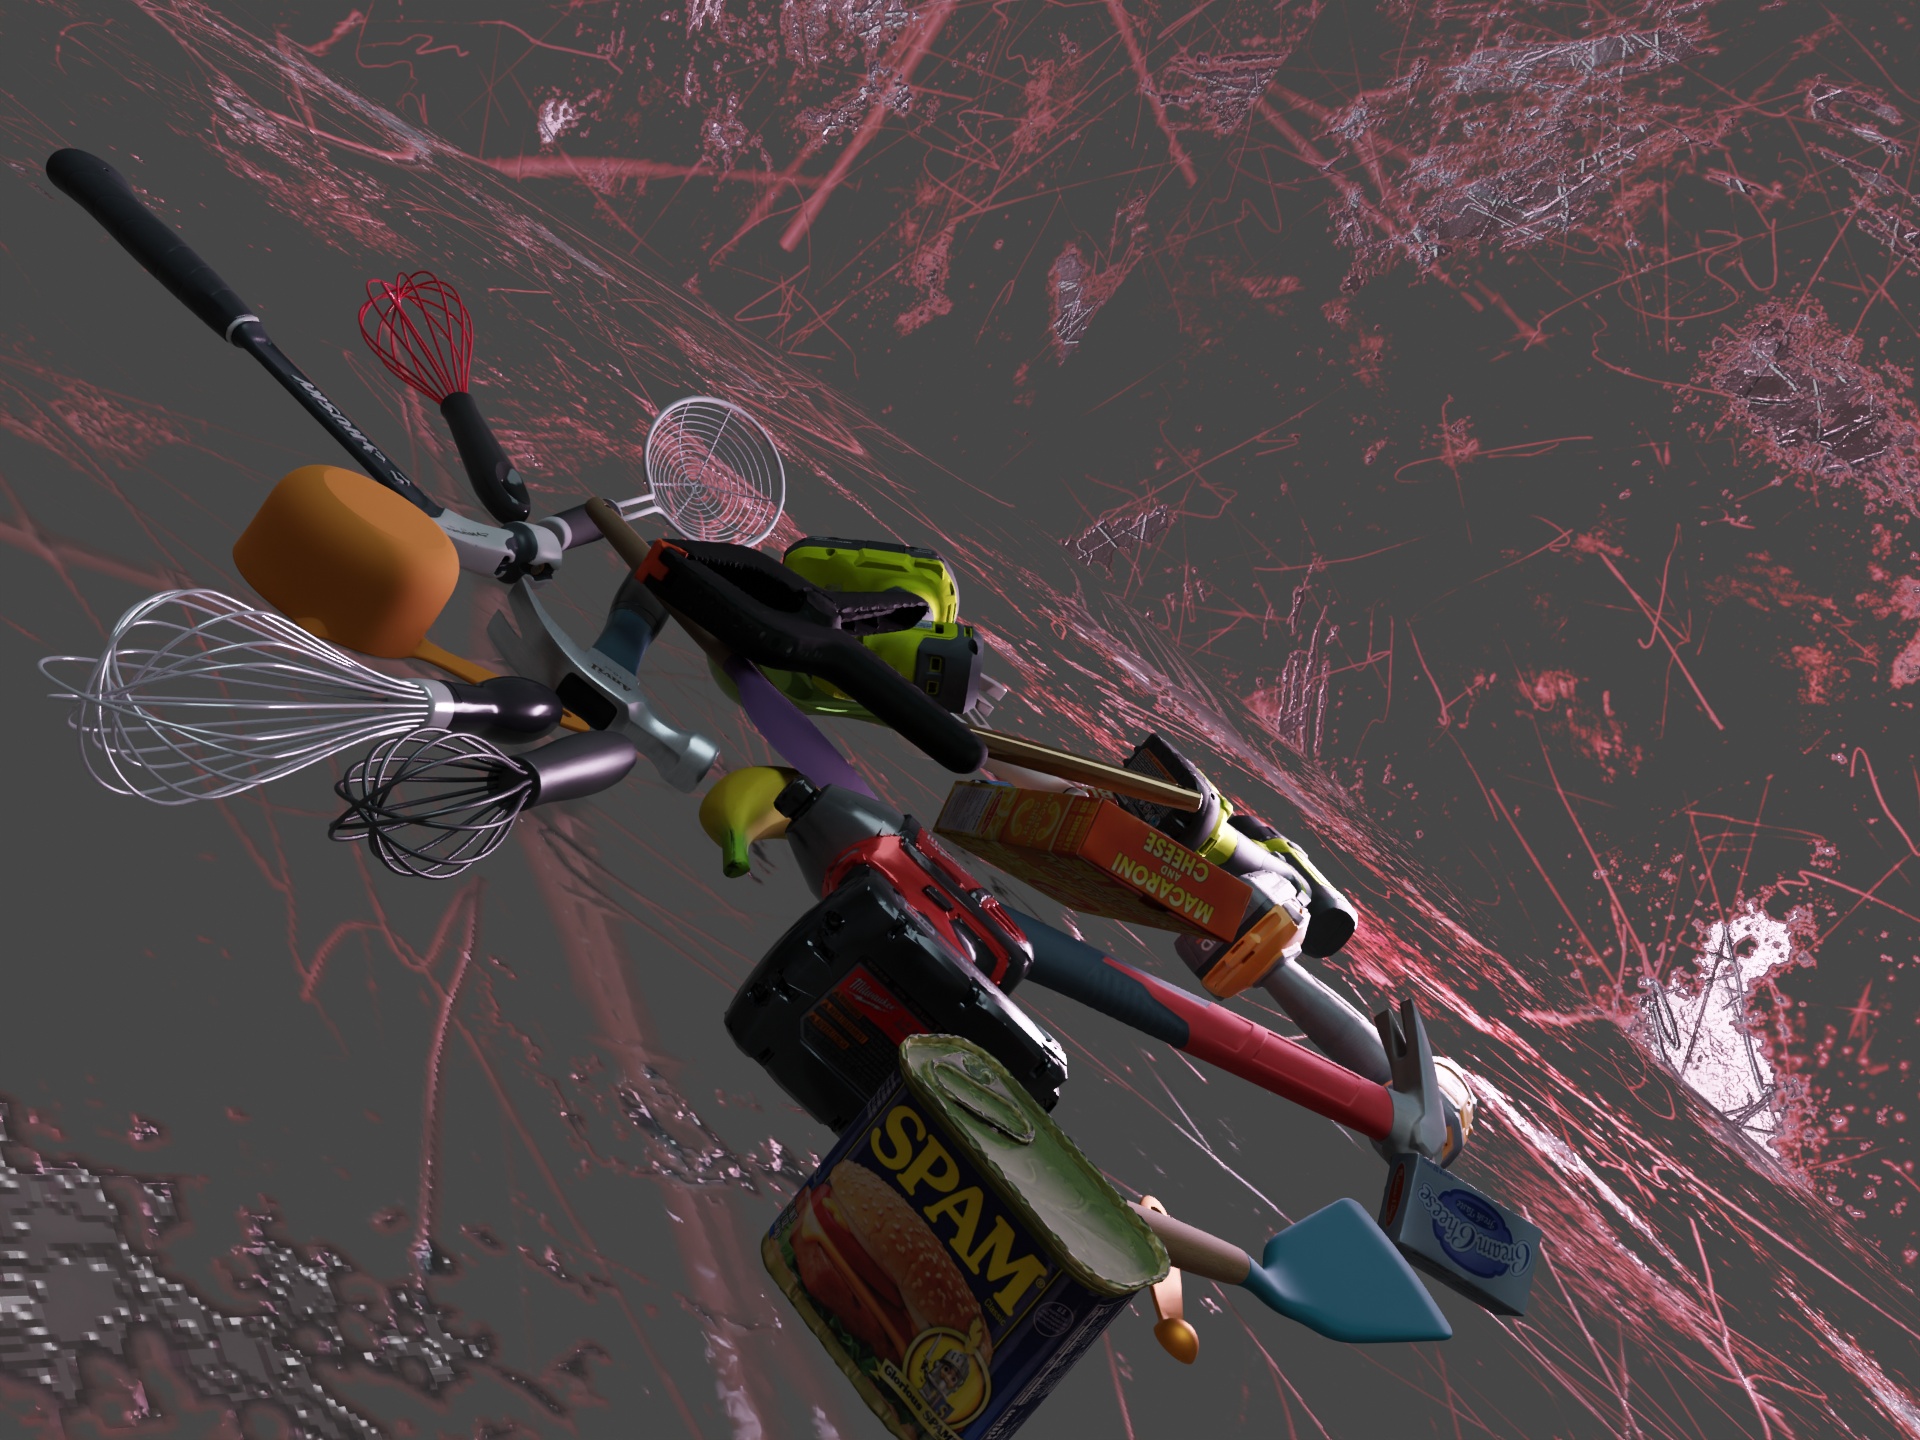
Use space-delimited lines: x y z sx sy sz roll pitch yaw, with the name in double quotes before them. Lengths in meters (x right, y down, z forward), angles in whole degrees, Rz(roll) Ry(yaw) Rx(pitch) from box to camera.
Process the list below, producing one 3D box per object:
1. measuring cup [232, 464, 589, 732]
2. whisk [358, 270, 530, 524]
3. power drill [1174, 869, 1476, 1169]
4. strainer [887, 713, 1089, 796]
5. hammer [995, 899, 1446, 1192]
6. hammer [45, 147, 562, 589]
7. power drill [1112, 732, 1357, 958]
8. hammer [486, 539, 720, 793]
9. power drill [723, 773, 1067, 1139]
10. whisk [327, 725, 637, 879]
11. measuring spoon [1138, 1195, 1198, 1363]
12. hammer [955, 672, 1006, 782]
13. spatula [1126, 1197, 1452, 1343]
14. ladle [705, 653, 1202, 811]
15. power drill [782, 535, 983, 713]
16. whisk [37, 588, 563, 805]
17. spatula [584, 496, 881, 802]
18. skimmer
"measuring cup" -0.233 -0.054 0.718 0.173 0.052 0.095 30 13 -21
"whisk" -0.338 -0.218 1.055 0.073 0.073 0.296 24 24 -48
"power drill" 0.269 0.210 1.121 0.226 0.084 0.185 46 14 18
"strainer" 0.012 0.022 1.069 0.086 0.050 0.259 22 4 -38
"hammer" 0.132 0.159 0.903 0.386 0.038 0.143 28 42 -24
"hammer" -0.397 -0.209 0.892 0.409 0.036 0.149 41 13 21
"power drill" 0.238 0.107 1.437 0.228 0.080 0.191 34 12 -30
"hammer" -0.187 -0.055 0.915 0.128 0.033 0.331 35 11 -14
"power drill" -0.029 0.095 0.670 0.143 0.078 0.220 45 7 -9
"whisk" -0.174 0.022 0.626 0.055 0.055 0.239 38 8 4
"measuring spoon" 0.087 0.230 0.668 0.021 0.011 0.117 36 12 -6
"hammer" 0.039 0.034 1.228 0.149 0.036 0.359 29 14 -34
"spatula" 0.110 0.216 0.667 0.317 0.044 0.082 34 15 -45
"ladle" -0.002 -0.003 0.974 0.320 0.062 0.078 16 19 -4
"power drill" -0.075 -0.068 1.117 0.171 0.080 0.223 7 17 -4
"whisk" -0.218 -0.005 0.589 0.070 0.070 0.284 39 8 11
"spatula" -0.138 -0.045 0.878 0.059 0.018 0.316 19 20 -48
"skimmer" -0.208 -0.166 1.137 0.127 0.090 0.363 64 10 -9
